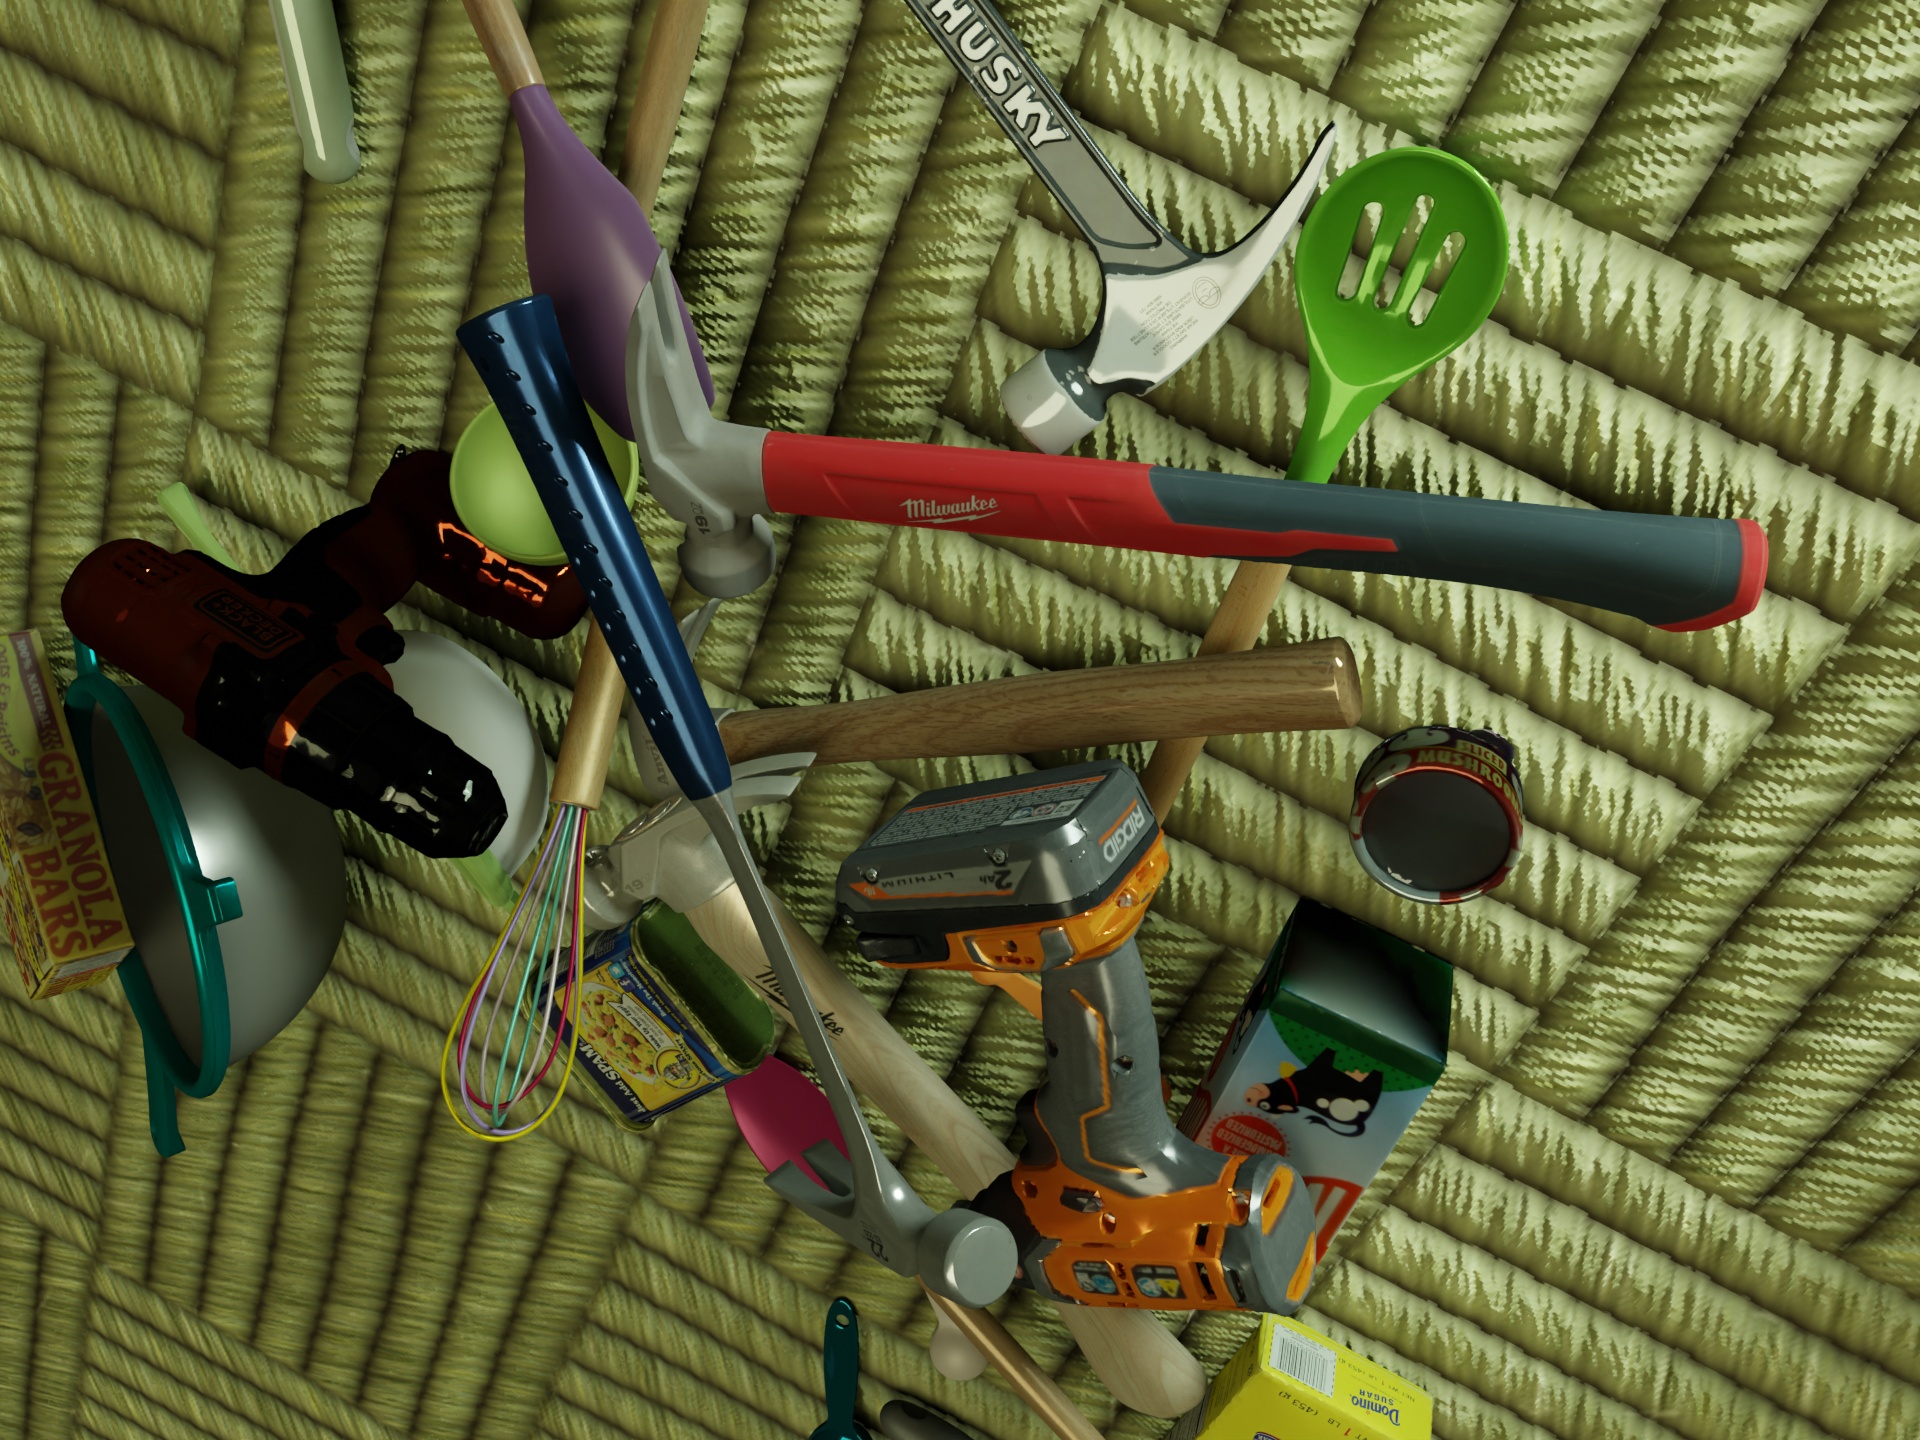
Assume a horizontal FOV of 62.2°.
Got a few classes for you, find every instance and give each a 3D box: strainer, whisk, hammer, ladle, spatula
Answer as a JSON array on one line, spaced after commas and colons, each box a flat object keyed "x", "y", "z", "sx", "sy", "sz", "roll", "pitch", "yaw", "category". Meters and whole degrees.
[{"x": -0.272, "y": -0.029, "z": 0.742, "sx": 0.256, "sy": 0.069, "sz": 0.151, "roll": 48, "pitch": 162, "yaw": 8, "category": "strainer"}, {"x": 0.054, "y": 0.455, "z": 0.888, "sx": 0.239, "sy": 0.055, "sz": 0.055, "roll": 33, "pitch": 122, "yaw": 5, "category": "whisk"}, {"x": -0.037, "y": -0.289, "z": 0.525, "sx": 0.149, "sy": 0.036, "sz": 0.408, "roll": -35, "pitch": 103, "yaw": 22, "category": "hammer"}, {"x": -0.001, "y": -0.002, "z": 0.664, "sx": 0.331, "sy": 0.031, "sz": 0.130, "roll": -6, "pitch": 113, "yaw": 27, "category": "hammer"}, {"x": -0.382, "y": 0.117, "z": 0.830, "sx": 0.211, "sy": 0.095, "sz": 0.340, "roll": 49, "pitch": 137, "yaw": 28, "category": "strainer"}, {"x": -0.129, "y": -0.202, "z": 0.607, "sx": 0.078, "sy": 0.062, "sz": 0.320, "roll": 27, "pitch": 119, "yaw": 6, "category": "ladle"}, {"x": -0.003, "y": 0.189, "z": 0.752, "sx": 0.146, "sy": 0.038, "sz": 0.410, "roll": -29, "pitch": 110, "yaw": 33, "category": "hammer"}, {"x": 0.076, "y": -0.083, "z": 0.551, "sx": 0.386, "sy": 0.038, "sz": 0.143, "roll": 7, "pitch": 144, "yaw": 9, "category": "hammer"}, {"x": -0.175, "y": 0.057, "z": 0.685, "sx": 0.047, "sy": 0.051, "sz": 0.245, "roll": 9, "pitch": 78, "yaw": 8, "category": "whisk"}, {"x": -0.261, "y": -0.327, "z": 0.595, "sx": 0.059, "sy": 0.058, "sz": 0.246, "roll": -6, "pitch": 122, "yaw": -8, "category": "whisk"}, {"x": -0.171, "y": -0.254, "z": 0.583, "sx": 0.060, "sy": 0.018, "sz": 0.316, "roll": -19, "pitch": 98, "yaw": 22, "category": "spatula"}, {"x": -0.097, "y": 0.038, "z": 0.620, "sx": 0.144, "sy": 0.035, "sz": 0.405, "roll": -4, "pitch": 111, "yaw": 56, "category": "hammer"}]

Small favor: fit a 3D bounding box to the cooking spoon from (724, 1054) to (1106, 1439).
[{"x": -0.006, "y": 0.294, "z": 0.820, "sx": 0.319, "sy": 0.017, "sz": 0.068, "roll": 47, "pitch": 123, "yaw": 2, "category": "cooking spoon"}]

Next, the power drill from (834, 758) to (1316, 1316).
[{"x": 0.035, "y": 0.139, "z": 0.646, "sx": 0.164, "sy": 0.084, "sz": 0.226, "roll": -12, "pitch": 107, "yaw": 34, "category": "power drill"}]

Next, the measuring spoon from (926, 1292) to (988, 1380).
[{"x": -0.014, "y": 0.307, "z": 0.850, "sx": 0.034, "sy": 0.018, "sz": 0.124, "roll": -7, "pitch": 113, "yaw": 22, "category": "measuring spoon"}]

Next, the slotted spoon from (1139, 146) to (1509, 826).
[{"x": 0.117, "y": -0.065, "z": 0.609, "sx": 0.070, "sy": 0.031, "sz": 0.313, "roll": 24, "pitch": 123, "yaw": 6, "category": "slotted spoon"}]

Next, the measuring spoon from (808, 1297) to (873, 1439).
[{"x": -0.065, "y": 0.380, "z": 0.911, "sx": 0.042, "sy": 0.021, "sz": 0.128, "roll": 7, "pitch": 109, "yaw": 15, "category": "measuring spoon"}]

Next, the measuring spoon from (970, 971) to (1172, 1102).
[{"x": 0.051, "y": 0.146, "z": 0.748, "sx": 0.117, "sy": 0.011, "sz": 0.021, "roll": 37, "pitch": 122, "yaw": -2, "category": "measuring spoon"}]
